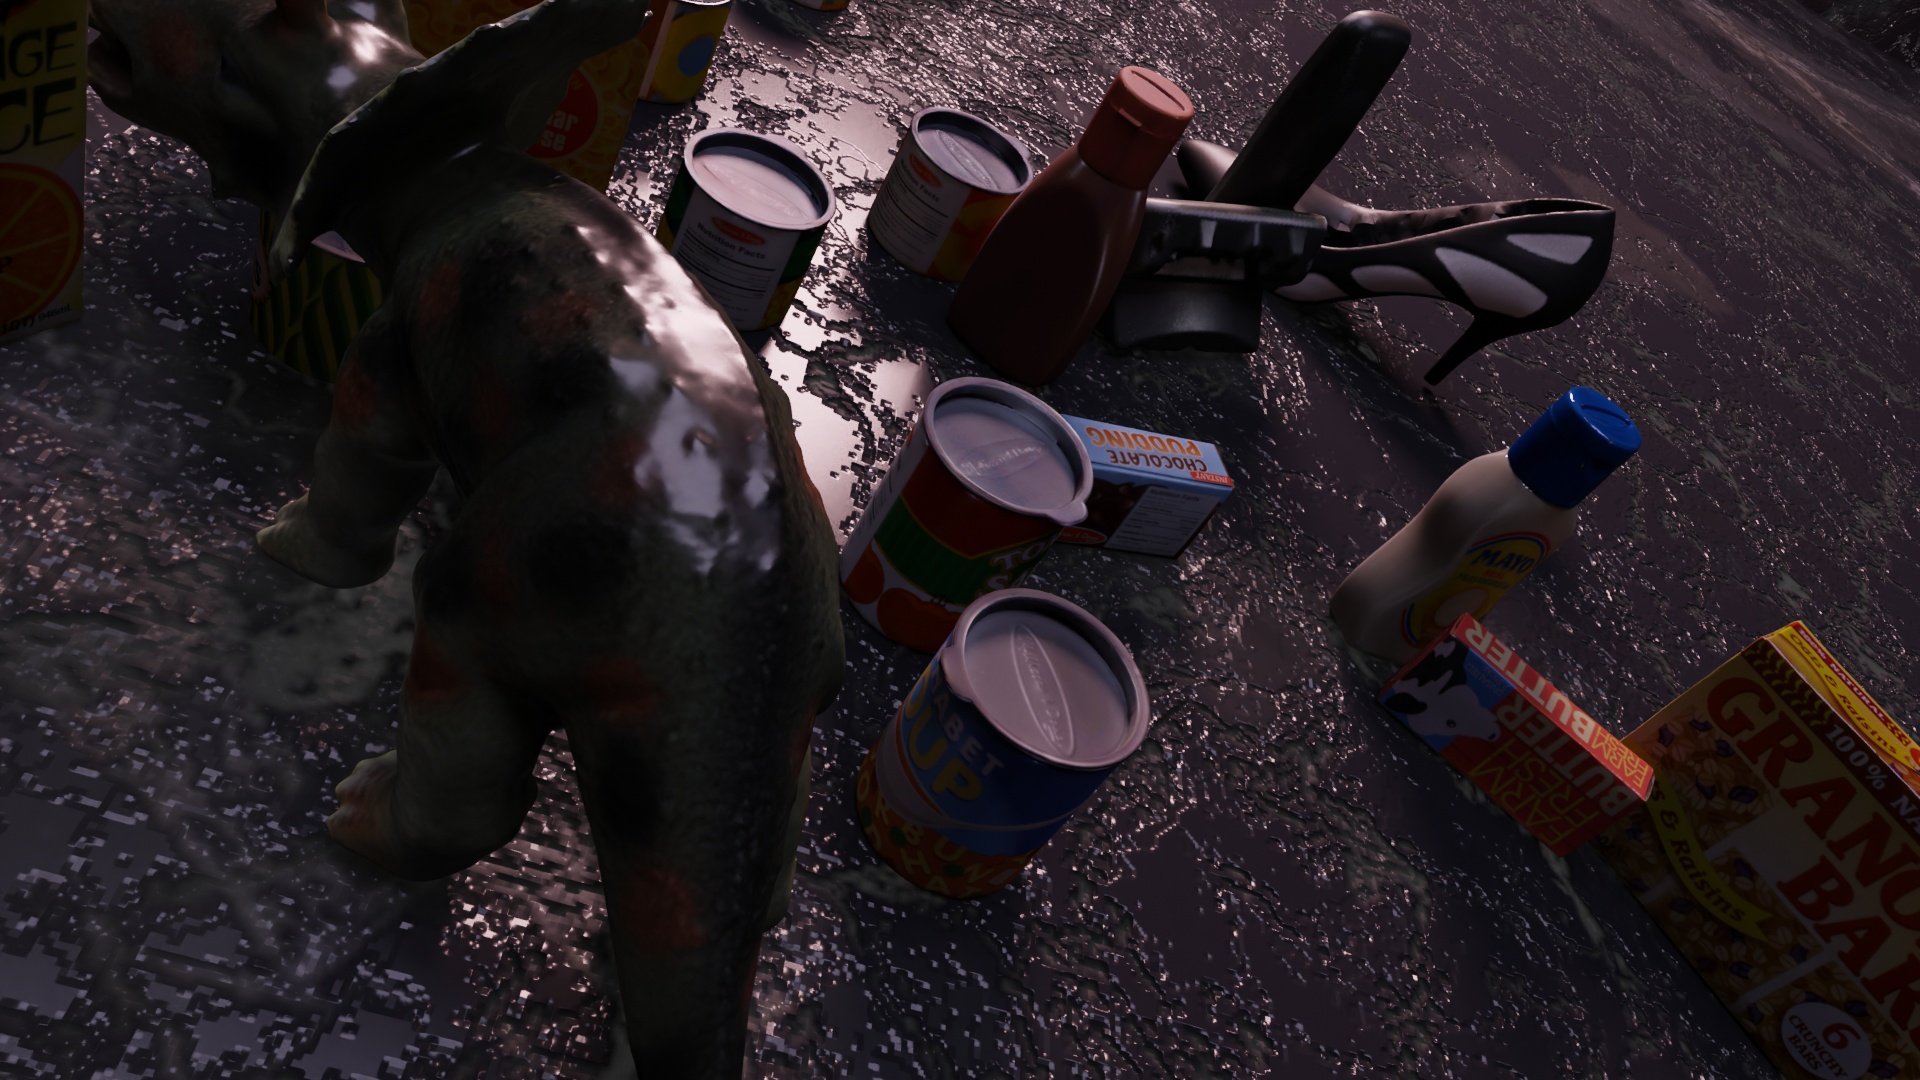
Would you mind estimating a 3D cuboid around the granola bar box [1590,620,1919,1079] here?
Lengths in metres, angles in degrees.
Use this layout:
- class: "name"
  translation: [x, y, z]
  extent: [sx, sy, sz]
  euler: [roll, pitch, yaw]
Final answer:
- class: "granola bar box"
  translation: [0.347, 0.135, 0.564]
  extent: [0.039, 0.123, 0.166]
  euler: [-11, 57, -40]

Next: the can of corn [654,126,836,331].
- class: "can of corn"
  translation: [-0.093, -0.134, 0.594]
  extent: [0.071, 0.058, 0.071]
  euler: [18, 42, -17]

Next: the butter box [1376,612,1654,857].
- class: "butter box"
  translation: [0.238, 0.084, 0.598]
  extent: [0.103, 0.052, 0.024]
  euler: [42, 41, 10]

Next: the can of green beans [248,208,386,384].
- class: "can of green beans"
  translation: [-0.208, -0.095, 0.482]
  extent: [0.071, 0.057, 0.071]
  euler: [18, 42, -17]

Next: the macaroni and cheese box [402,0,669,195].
- class: "macaroni and cheese box"
  translation: [-0.178, -0.224, 0.545]
  extent: [0.124, 0.165, 0.040]
  euler: [14, 44, -22]

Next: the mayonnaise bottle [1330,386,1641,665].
- class: "mayonnaise bottle"
  translation: [0.229, -0.003, 0.605]
  extent: [0.065, 0.147, 0.041]
  euler: [11, 45, -25]

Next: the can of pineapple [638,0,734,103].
- class: "can of pineapple"
  translation: [-0.149, -0.258, 0.682]
  extent: [0.071, 0.057, 0.071]
  euler: [18, 42, -17]

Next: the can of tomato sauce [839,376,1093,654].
- class: "can of tomato sauce"
  translation: [0.002, -0.006, 0.511]
  extent: [0.071, 0.082, 0.071]
  euler: [18, 42, -17]

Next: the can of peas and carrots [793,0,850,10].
- class: "can of peas and carrots"
  translation: [-0.084, -0.359, 0.824]
  extent: [0.071, 0.058, 0.071]
  euler: [18, 42, -17]

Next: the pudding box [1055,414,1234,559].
- class: "pudding box"
  translation: [0.069, -0.022, 0.596]
  extent: [0.084, 0.049, 0.030]
  euler: [7, 47, -27]

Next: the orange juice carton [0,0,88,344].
- class: "orange juice carton"
  translation: [-0.289, -0.140, 0.369]
  extent: [0.073, 0.191, 0.072]
  euler: [40, 40, 7]

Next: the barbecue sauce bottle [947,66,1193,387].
- class: "barbecue sauce bottle"
  translation: [0.051, -0.140, 0.626]
  extent: [0.065, 0.147, 0.044]
  euler: [40, 41, 8]

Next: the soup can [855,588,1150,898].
- class: "soup can"
  translation: [0.009, 0.066, 0.443]
  extent: [0.071, 0.083, 0.072]
  euler: [18, 42, -17]

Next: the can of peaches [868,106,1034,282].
- class: "can of peaches"
  translation: [-0.004, -0.171, 0.690]
  extent: [0.071, 0.057, 0.071]
  euler: [18, 42, -17]
